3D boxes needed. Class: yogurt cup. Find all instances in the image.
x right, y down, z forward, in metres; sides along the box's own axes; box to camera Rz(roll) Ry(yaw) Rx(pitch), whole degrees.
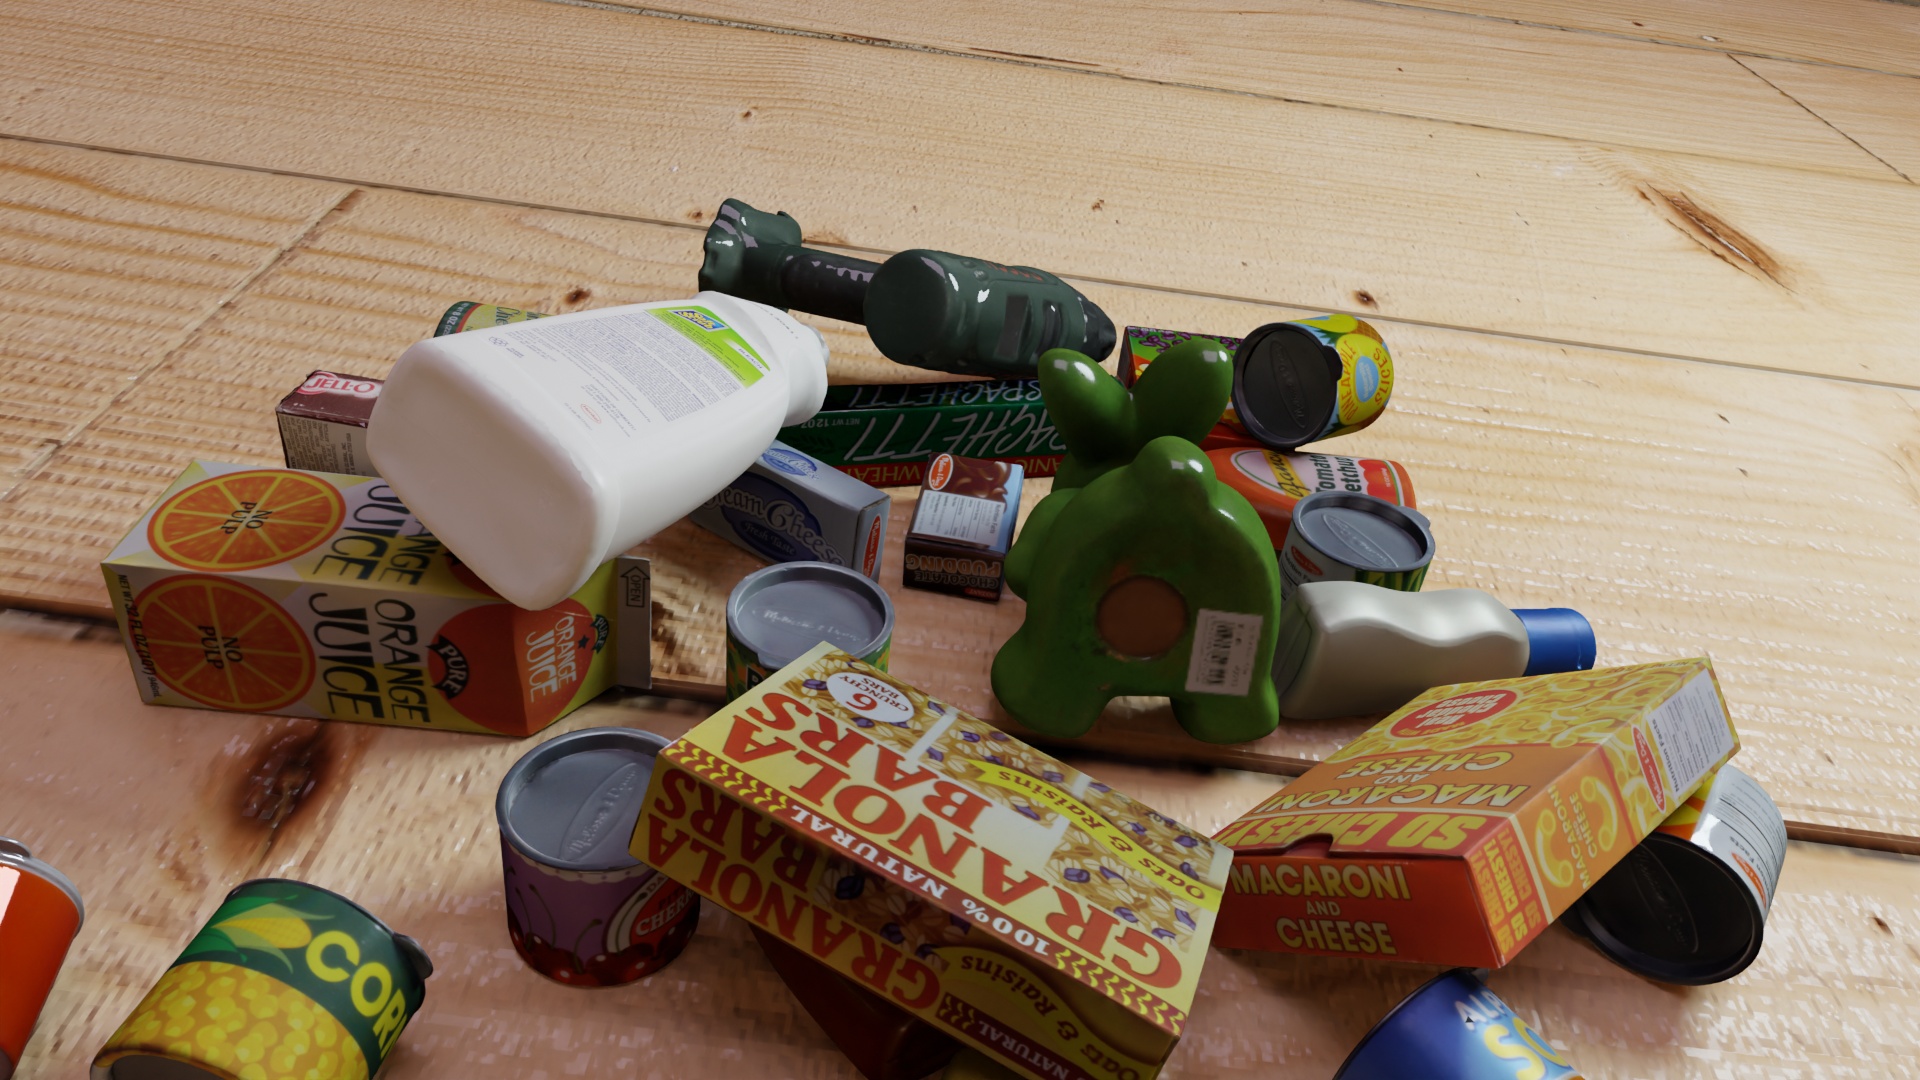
[{"bbox_3d":[-0.297,0.127,0.400,0.072,0.072,0.054,-2,44,-14],"label":"yogurt cup"}]

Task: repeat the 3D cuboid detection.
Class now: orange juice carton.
[{"bbox_3d":[-0.220,0.025,0.554,0.193,0.071,0.073,6,35,-3],"label":"orange juice carton"}]

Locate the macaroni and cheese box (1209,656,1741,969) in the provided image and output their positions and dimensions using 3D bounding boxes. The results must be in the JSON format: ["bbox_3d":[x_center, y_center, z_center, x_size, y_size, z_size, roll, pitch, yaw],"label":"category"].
[{"bbox_3d":[0.181,0.094,0.504,0.167,0.040,0.123,-22,2,-36],"label":"macaroni and cheese box"}]

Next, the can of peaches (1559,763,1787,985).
[{"bbox_3d":[0.266,0.122,0.521,0.071,0.070,0.058,27,39,26],"label":"can of peaches"}]

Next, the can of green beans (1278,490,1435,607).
[{"bbox_3d":[0.183,0.018,0.658,0.071,0.057,0.071,5,34,-4],"label":"can of green beans"}]

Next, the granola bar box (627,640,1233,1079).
[{"bbox_3d":[-0.003,0.100,0.444,0.166,0.039,0.124,26,18,11],"label":"granola bar box"}]

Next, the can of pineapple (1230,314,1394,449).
[{"bbox_3d":[0.187,-0.085,0.732,0.058,0.070,0.071,-14,40,-41],"label":"can of pineapple"}]

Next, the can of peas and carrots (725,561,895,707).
[{"bbox_3d":[-0.062,0.052,0.559,0.071,0.058,0.071,5,35,-4],"label":"can of peas and carrots"}]

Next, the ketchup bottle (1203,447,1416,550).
[{"bbox_3d":[0.157,-0.023,0.725,0.149,0.043,0.065,7,38,-1],"label":"ketchup bottle"}]

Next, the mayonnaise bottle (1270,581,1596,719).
[{"bbox_3d":[0.211,0.049,0.619,0.148,0.064,0.041,0,40,-18],"label":"mayonnaise bottle"}]

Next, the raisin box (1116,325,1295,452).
[{"bbox_3d":[0.138,-0.077,0.802,0.086,0.039,0.124,7,35,-3],"label":"raisin box"}]

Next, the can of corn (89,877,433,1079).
[{"bbox_3d":[-0.196,0.141,0.396,0.071,0.070,0.058,12,36,6],"label":"can of corn"}]

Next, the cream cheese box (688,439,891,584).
[{"bbox_3d":[-0.083,-0.015,0.656,0.104,0.053,0.024,26,34,24],"label":"cream cheese box"}]

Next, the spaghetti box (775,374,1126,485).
[{"bbox_3d":[-0.030,-0.056,0.729,0.250,0.049,0.029,-4,38,-17],"label":"spaghetti box"}]

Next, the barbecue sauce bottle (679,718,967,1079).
[{"bbox_3d":[-0.049,0.117,0.481,0.065,0.043,0.149,-14,39,-41],"label":"barbecue sauce bottle"}]

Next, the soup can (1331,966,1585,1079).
[{"bbox_3d":[0.163,0.179,0.412,0.071,0.071,0.084,-16,42,-31],"label":"soup can"}]

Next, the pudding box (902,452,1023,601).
[{"bbox_3d":[0.002,-0.009,0.684,0.050,0.030,0.084,9,34,3],"label":"pudding box"}]

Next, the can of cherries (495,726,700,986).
[{"bbox_3d":[-0.118,0.107,0.468,0.071,0.058,0.072,6,33,-4],"label":"can of cherries"}]

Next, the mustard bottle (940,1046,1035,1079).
[{"bbox_3d":[0.024,0.210,0.358,0.065,0.048,0.161,6,35,-9],"label":"mustard bottle"}]

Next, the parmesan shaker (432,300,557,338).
[{"bbox_3d":[-0.213,-0.082,0.716,0.103,0.071,0.072,9,34,2],"label":"parmesan shaker"}]
